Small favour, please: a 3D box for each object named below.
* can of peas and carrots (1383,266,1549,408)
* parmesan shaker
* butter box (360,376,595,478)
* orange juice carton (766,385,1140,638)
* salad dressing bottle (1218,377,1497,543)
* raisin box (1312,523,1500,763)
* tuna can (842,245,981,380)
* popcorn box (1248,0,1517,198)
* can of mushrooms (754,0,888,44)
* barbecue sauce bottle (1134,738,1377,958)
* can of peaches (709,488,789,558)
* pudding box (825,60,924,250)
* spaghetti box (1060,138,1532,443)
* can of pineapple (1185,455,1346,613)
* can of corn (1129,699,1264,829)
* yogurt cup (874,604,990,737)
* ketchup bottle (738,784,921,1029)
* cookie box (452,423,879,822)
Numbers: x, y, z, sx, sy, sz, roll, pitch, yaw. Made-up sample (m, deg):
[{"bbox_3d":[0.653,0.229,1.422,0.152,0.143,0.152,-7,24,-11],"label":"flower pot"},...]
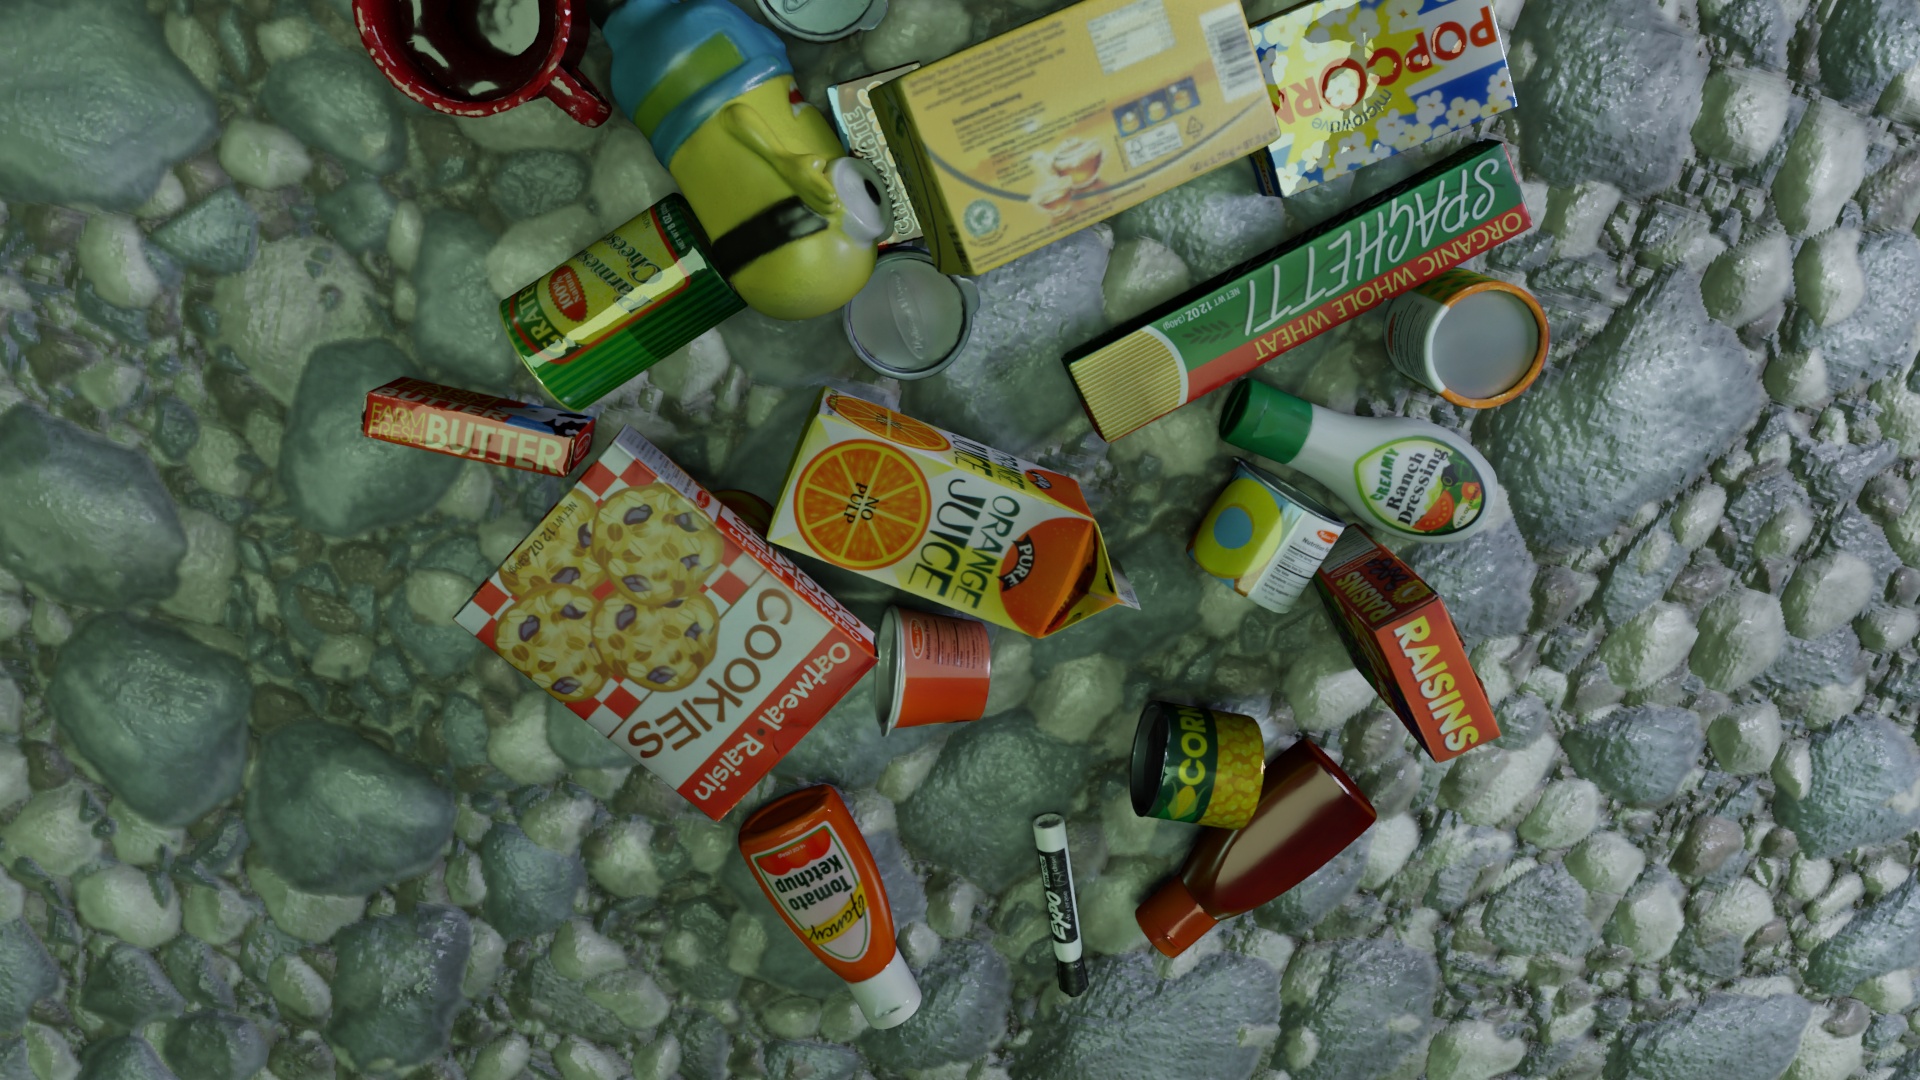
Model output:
[{"bbox_3d":[0.265,-0.107,0.724,0.071,0.059,0.070,-1,108,-3],"label":"can of peas and carrots"},{"bbox_3d":[-0.167,-0.121,0.691,0.103,0.071,0.071,-31,107,6],"label":"parmesan shaker"},{"bbox_3d":[-0.245,-0.058,0.710,0.103,0.053,0.024,12,105,-7],"label":"butter box"},{"bbox_3d":[0.003,-0.009,0.731,0.193,0.072,0.072,20,106,-9],"label":"orange juice carton"},{"bbox_3d":[0.213,-0.045,0.747,0.148,0.044,0.064,20,106,-9],"label":"salad dressing bottle"},{"bbox_3d":[0.231,0.051,0.736,0.040,0.124,0.086,-27,107,6],"label":"raisin box"},{"bbox_3d":[-0.025,-0.119,0.716,0.071,0.033,0.070,-1,107,-3],"label":"tuna can"},{"bbox_3d":[0.202,-0.233,0.691,0.127,0.038,0.085,-21,108,3],"label":"popcorn box"},{"bbox_3d":[-0.066,-0.271,0.666,0.071,0.033,0.070,-1,107,-3],"label":"can of mushrooms"},{"bbox_3d":[0.169,0.186,0.816,0.148,0.044,0.065,-43,105,10],"label":"barbecue sauce bottle"},{"bbox_3d":[-0.128,0.012,0.737,0.071,0.058,0.071,-1,108,-3],"label":"can of peaches"},{"bbox_3d":[-0.033,-0.192,0.694,0.050,0.030,0.083,-14,107,2],"label":"pudding box"},{"bbox_3d":[0.175,-0.130,0.727,0.250,0.029,0.050,-27,108,5],"label":"spaghetti box"},{"bbox_3d":[0.162,-0.003,0.747,0.071,0.071,0.057,28,104,-11],"label":"can of pineapple"},{"bbox_3d":[0.133,0.125,0.782,0.058,0.071,0.071,10,107,-7],"label":"can of corn"},{"bbox_3d":[-0.015,0.070,0.760,0.054,0.072,0.072,4,107,-13],"label":"yogurt cup"},{"bbox_3d":[-0.070,0.217,0.811,0.065,0.044,0.148,-25,108,4],"label":"ketchup bottle"},{"bbox_3d":[-0.143,0.044,0.692,0.167,0.040,0.123,42,100,-14],"label":"cookie box"}]
